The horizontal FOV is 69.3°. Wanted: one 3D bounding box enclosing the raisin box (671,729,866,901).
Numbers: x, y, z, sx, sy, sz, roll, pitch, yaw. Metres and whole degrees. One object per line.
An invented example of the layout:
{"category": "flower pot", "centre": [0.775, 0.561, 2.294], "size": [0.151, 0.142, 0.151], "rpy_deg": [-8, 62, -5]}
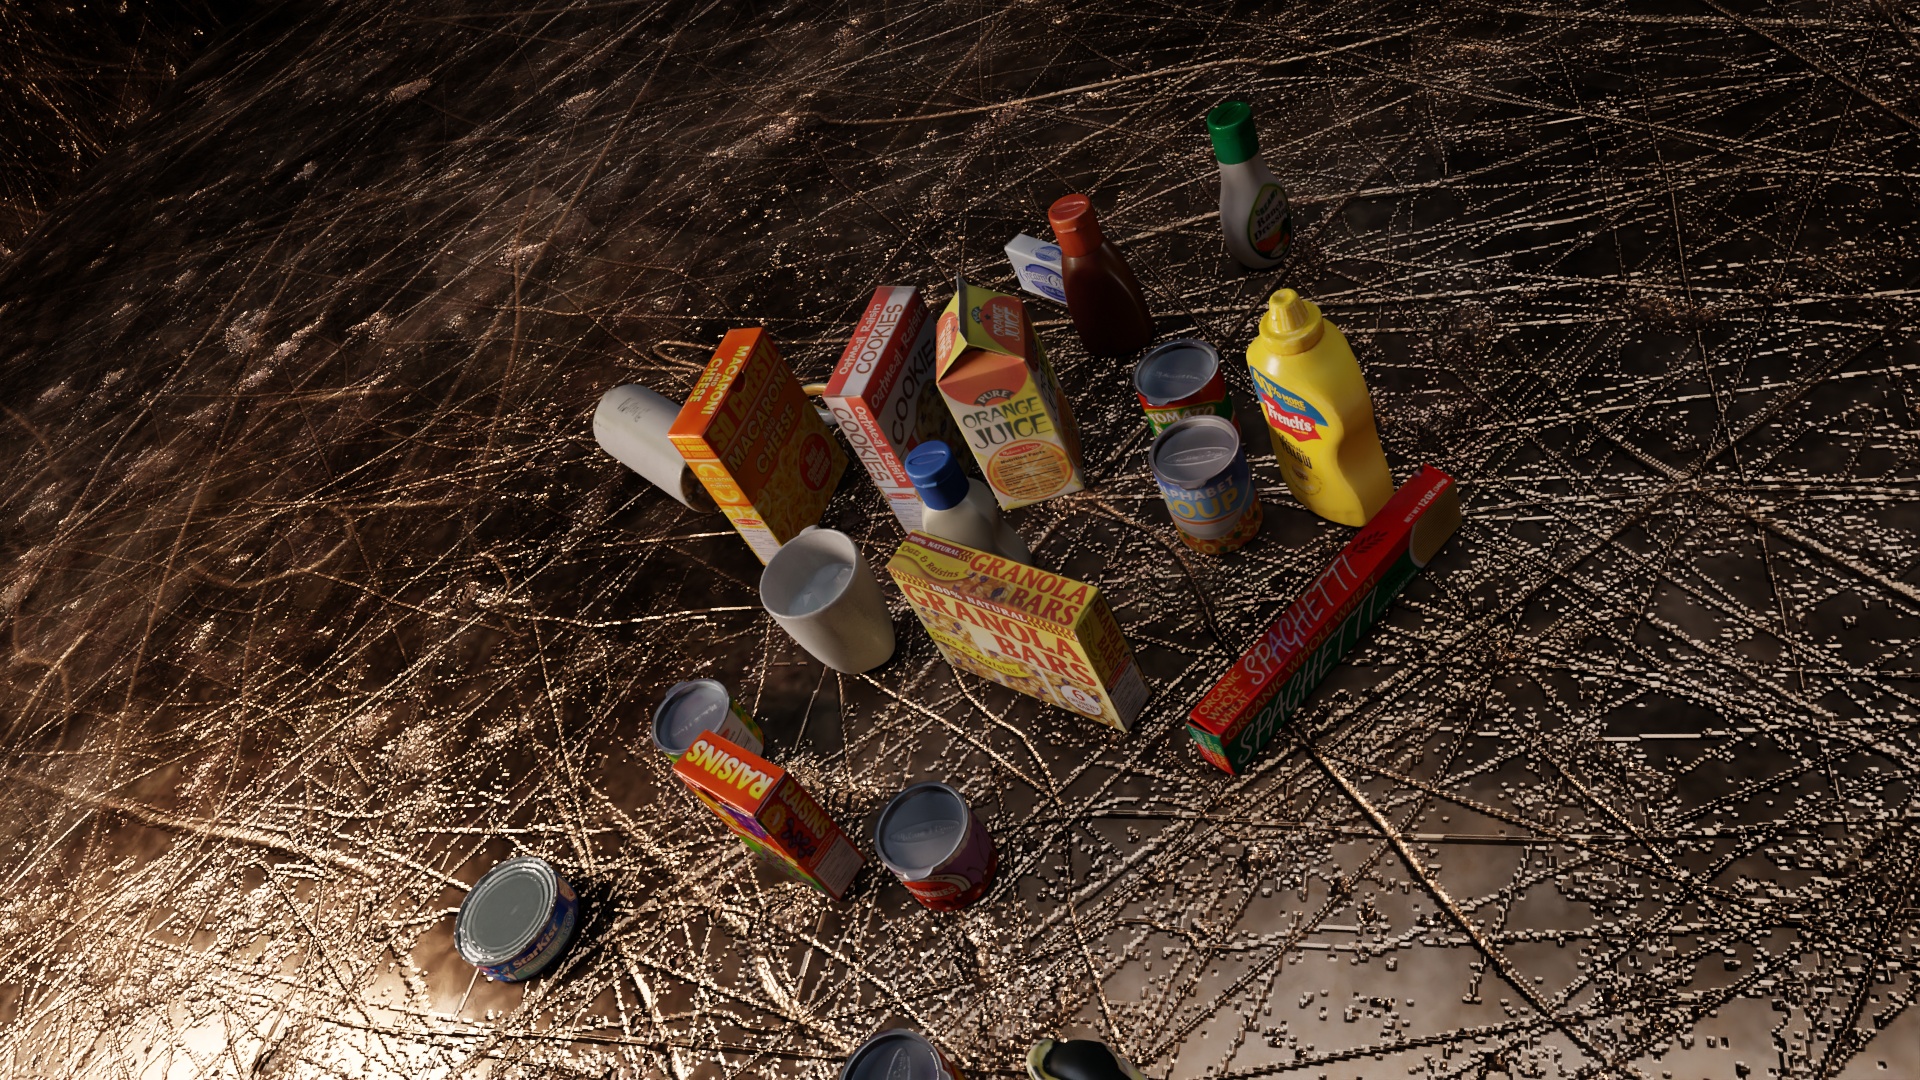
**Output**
{"category": "raisin box", "centre": [-0.128, 0.187, 0.940], "size": [0.086, 0.123, 0.040], "rpy_deg": [19, 62, 39]}

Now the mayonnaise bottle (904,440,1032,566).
{"category": "mayonnaise bottle", "centre": [0.004, -0.013, 1.036], "size": [0.064, 0.147, 0.041], "rpy_deg": [-12, 46, 18]}

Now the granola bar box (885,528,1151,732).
{"category": "granola bar box", "centre": [0.041, 0.061, 0.966], "size": [0.165, 0.123, 0.039], "rpy_deg": [17, 61, 38]}

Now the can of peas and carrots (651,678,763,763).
{"category": "can of peas and carrots", "centre": [-0.193, 0.147, 1.056], "size": [0.071, 0.058, 0.071], "rpy_deg": [-15, 46, 16]}

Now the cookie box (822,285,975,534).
{"category": "cookie box", "centre": [-0.041, -0.104, 1.129], "size": [0.040, 0.166, 0.123], "rpy_deg": [1, 52, 29]}

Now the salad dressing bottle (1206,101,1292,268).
{"category": "salad dressing bottle", "centre": [0.242, -0.299, 1.173], "size": [0.064, 0.147, 0.044], "rpy_deg": [-44, 45, -14]}

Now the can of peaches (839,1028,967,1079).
{"category": "can of peaches", "centre": [-0.028, 0.327, 0.806], "size": [0.071, 0.057, 0.071], "rpy_deg": [-15, 46, 16]}

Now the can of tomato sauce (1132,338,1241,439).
{"category": "can of tomato sauce", "centre": [0.176, -0.102, 1.074], "size": [0.071, 0.082, 0.071], "rpy_deg": [-15, 46, 16]}

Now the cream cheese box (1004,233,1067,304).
{"category": "cream cheese box", "centre": [0.089, -0.244, 1.271], "size": [0.024, 0.053, 0.104], "rpy_deg": [-46, 46, -16]}

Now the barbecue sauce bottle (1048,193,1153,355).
{"category": "barbecue sauce bottle", "centre": [0.114, -0.222, 1.169], "size": [0.065, 0.148, 0.044], "rpy_deg": [-7, 48, 23]}

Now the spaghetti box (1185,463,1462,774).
{"category": "spaghetti box", "centre": [0.245, 0.051, 0.922], "size": [0.251, 0.050, 0.029], "rpy_deg": [-44, 45, -15]}

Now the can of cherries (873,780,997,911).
{"category": "can of cherries", "centre": [-0.016, 0.204, 0.913], "size": [0.071, 0.058, 0.072], "rpy_deg": [-15, 46, 16]}

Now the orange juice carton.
{"category": "orange juice carton", "centre": [0.033, -0.117, 1.083], "size": [0.073, 0.192, 0.072], "rpy_deg": [-15, 46, 16]}

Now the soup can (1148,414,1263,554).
{"category": "soup can", "centre": [0.180, -0.037, 1.013], "size": [0.071, 0.083, 0.072], "rpy_deg": [-15, 46, 16]}

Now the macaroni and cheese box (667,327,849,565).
{"category": "macaroni and cheese box", "centre": [-0.165, -0.077, 1.169], "size": [0.040, 0.165, 0.124], "rpy_deg": [1, 52, 29]}
